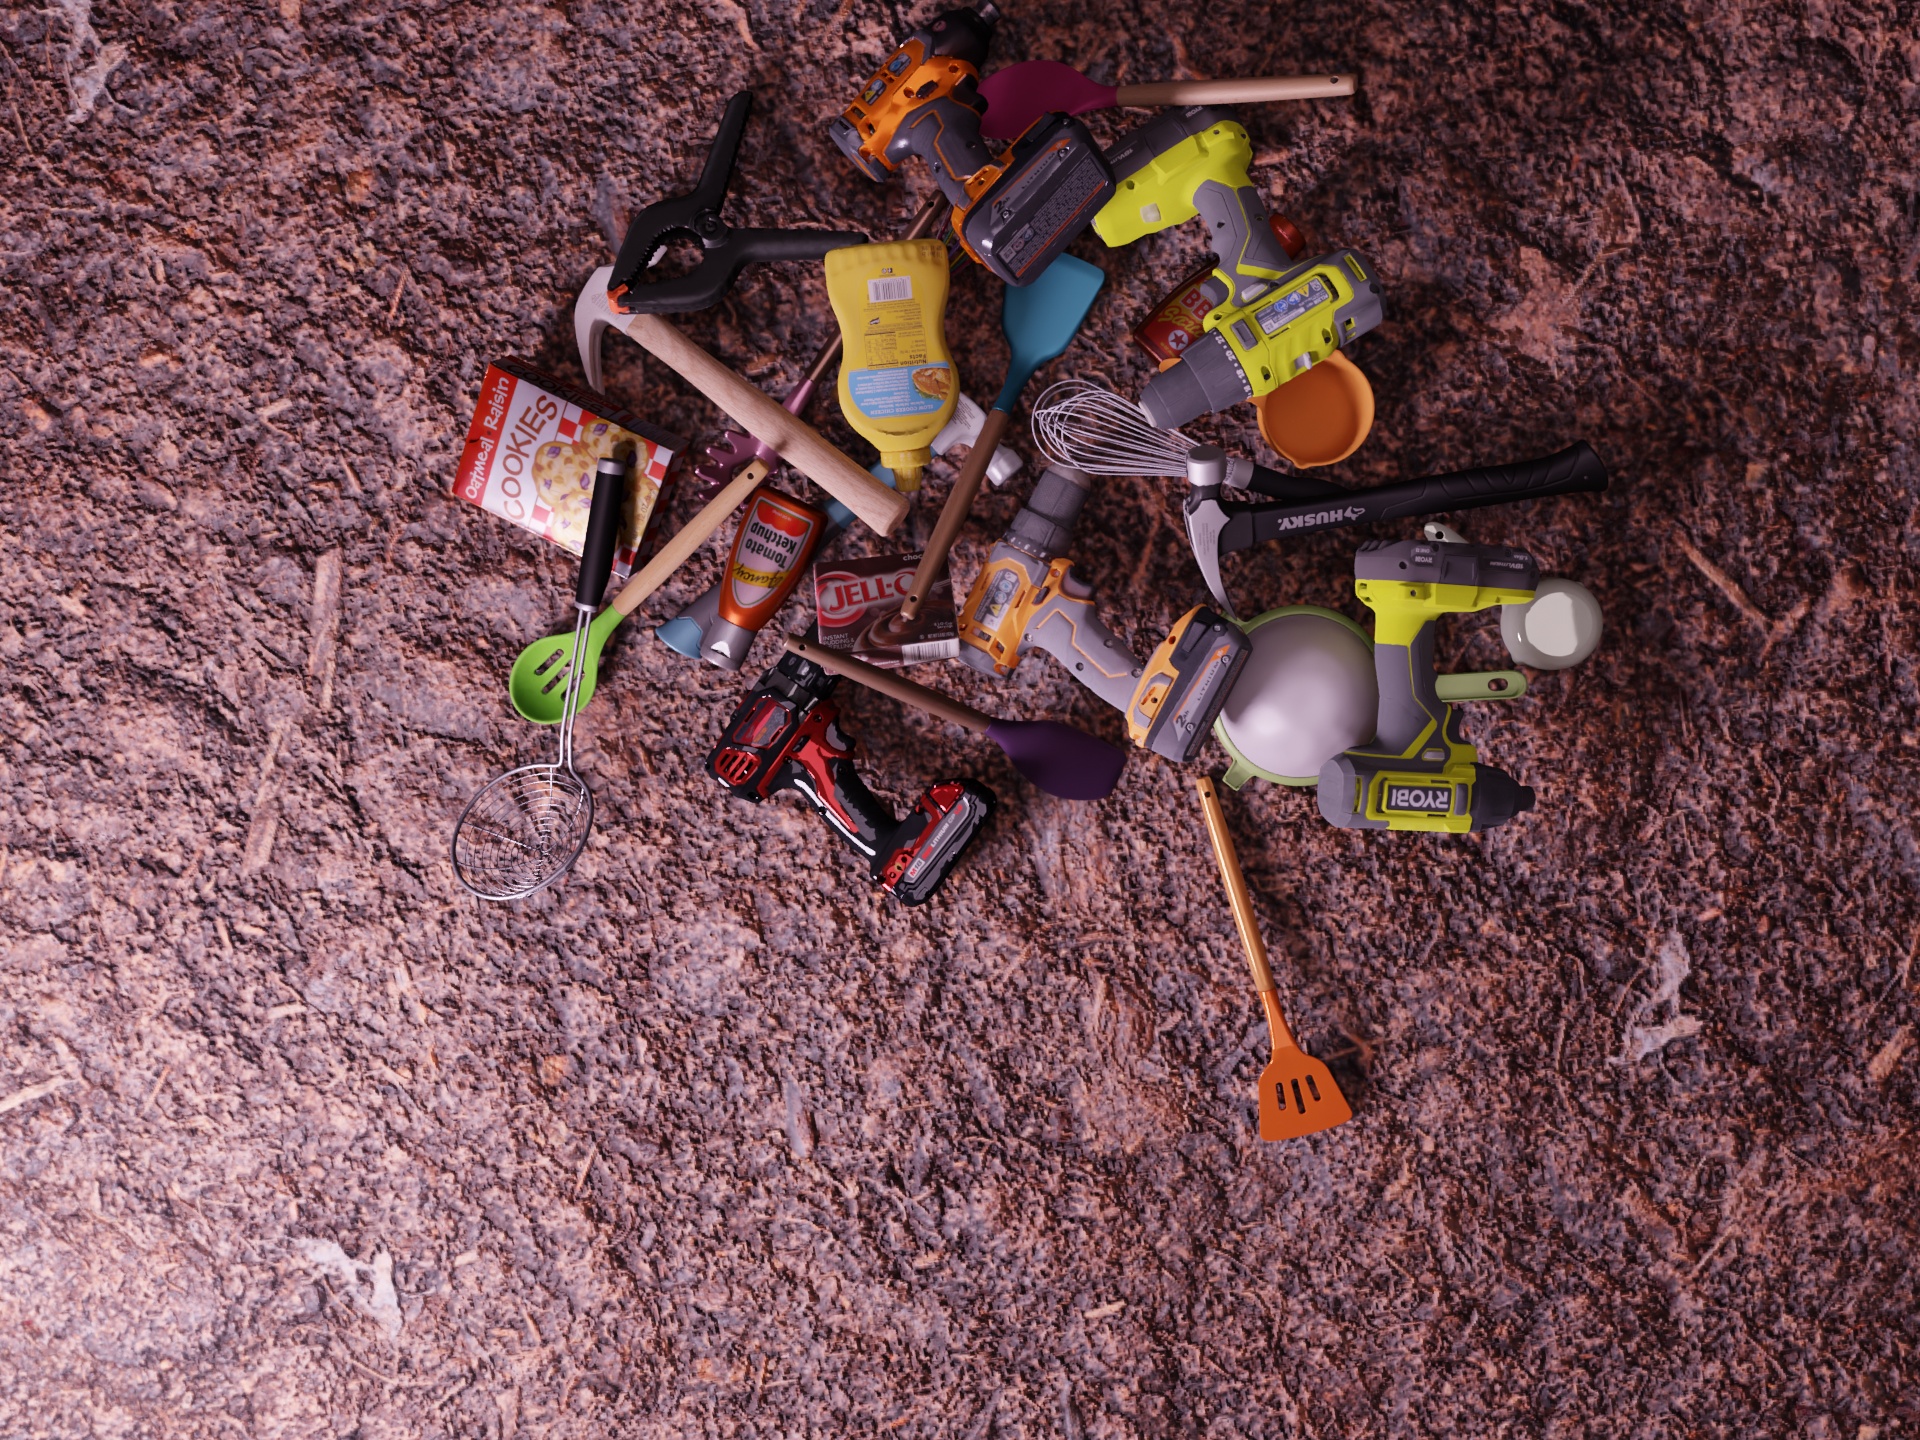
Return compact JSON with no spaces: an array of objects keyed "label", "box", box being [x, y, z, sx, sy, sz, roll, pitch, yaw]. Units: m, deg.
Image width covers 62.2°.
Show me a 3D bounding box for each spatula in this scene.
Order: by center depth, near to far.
[{"label":"spatula","box":[0.019,-0.227,1.267,0.082,0.044,0.317,22,81,8]},{"label":"spatula","box":[-0.002,-0.004,1.284,0.315,0.018,0.060,24,98,-23]},{"label":"spatula","box":[0.250,0.202,1.343,0.081,0.041,0.322,-17,91,7]}]

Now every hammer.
[{"label":"hammer","box":[0.345,-0.169,1.261,0.335,0.035,0.146,-9,125,0]},{"label":"hammer","box":[-0.179,-0.257,1.289,0.331,0.031,0.130,39,93,10]},{"label":"hammer","box":[-0.116,-0.161,1.326,0.331,0.033,0.128,-37,93,8]}]

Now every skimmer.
[{"label":"skimmer","box":[-0.332,-0.034,1.287,0.127,0.090,0.363,20,105,28]}]

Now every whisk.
[{"label":"whisk","box":[0.194,-0.209,1.275,0.284,0.070,0.070,15,98,-8]},{"label":"whisk","box":[-0.026,-0.356,1.291,0.047,0.051,0.245,41,98,22]}]

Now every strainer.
[{"label":"strainer","box":[0.331,-0.020,1.286,0.256,0.069,0.151,-3,96,7]}]

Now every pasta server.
[{"label":"pasta server","box":[-0.109,-0.303,1.307,0.060,0.040,0.316,38,97,10]}]

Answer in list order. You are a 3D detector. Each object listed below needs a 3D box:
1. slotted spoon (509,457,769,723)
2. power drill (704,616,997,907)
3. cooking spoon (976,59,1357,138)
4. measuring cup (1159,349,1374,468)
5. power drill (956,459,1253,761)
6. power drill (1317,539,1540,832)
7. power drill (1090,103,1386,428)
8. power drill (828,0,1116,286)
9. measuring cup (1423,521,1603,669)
[{"label":"slotted spoon","box":[-0.264,-0.107,1.315,0.313,0.031,0.070,-41,96,22]},{"label":"power drill","box":[-0.077,0.027,1.324,0.227,0.080,0.188,36,91,4]},{"label":"cooking spoon","box":[0.145,-0.477,1.213,0.319,0.017,0.069,9,80,29]},{"label":"measuring cup","box":[0.241,-0.259,1.273,0.173,0.052,0.095,16,98,0]},{"label":"power drill","box":[0.119,-0.089,1.278,0.226,0.084,0.185,29,98,17]},{"label":"power drill","box":[0.373,-0.025,1.235,0.171,0.080,0.223,3,95,-11]},{"label":"power drill","box":[0.187,-0.345,1.215,0.190,0.080,0.229,-30,69,8]},{"label":"power drill","box":[0.016,-0.454,1.222,0.164,0.084,0.227,-46,59,8]},{"label":"measuring cup","box":[0.444,-0.106,1.283,0.167,0.038,0.083,39,98,0]}]
